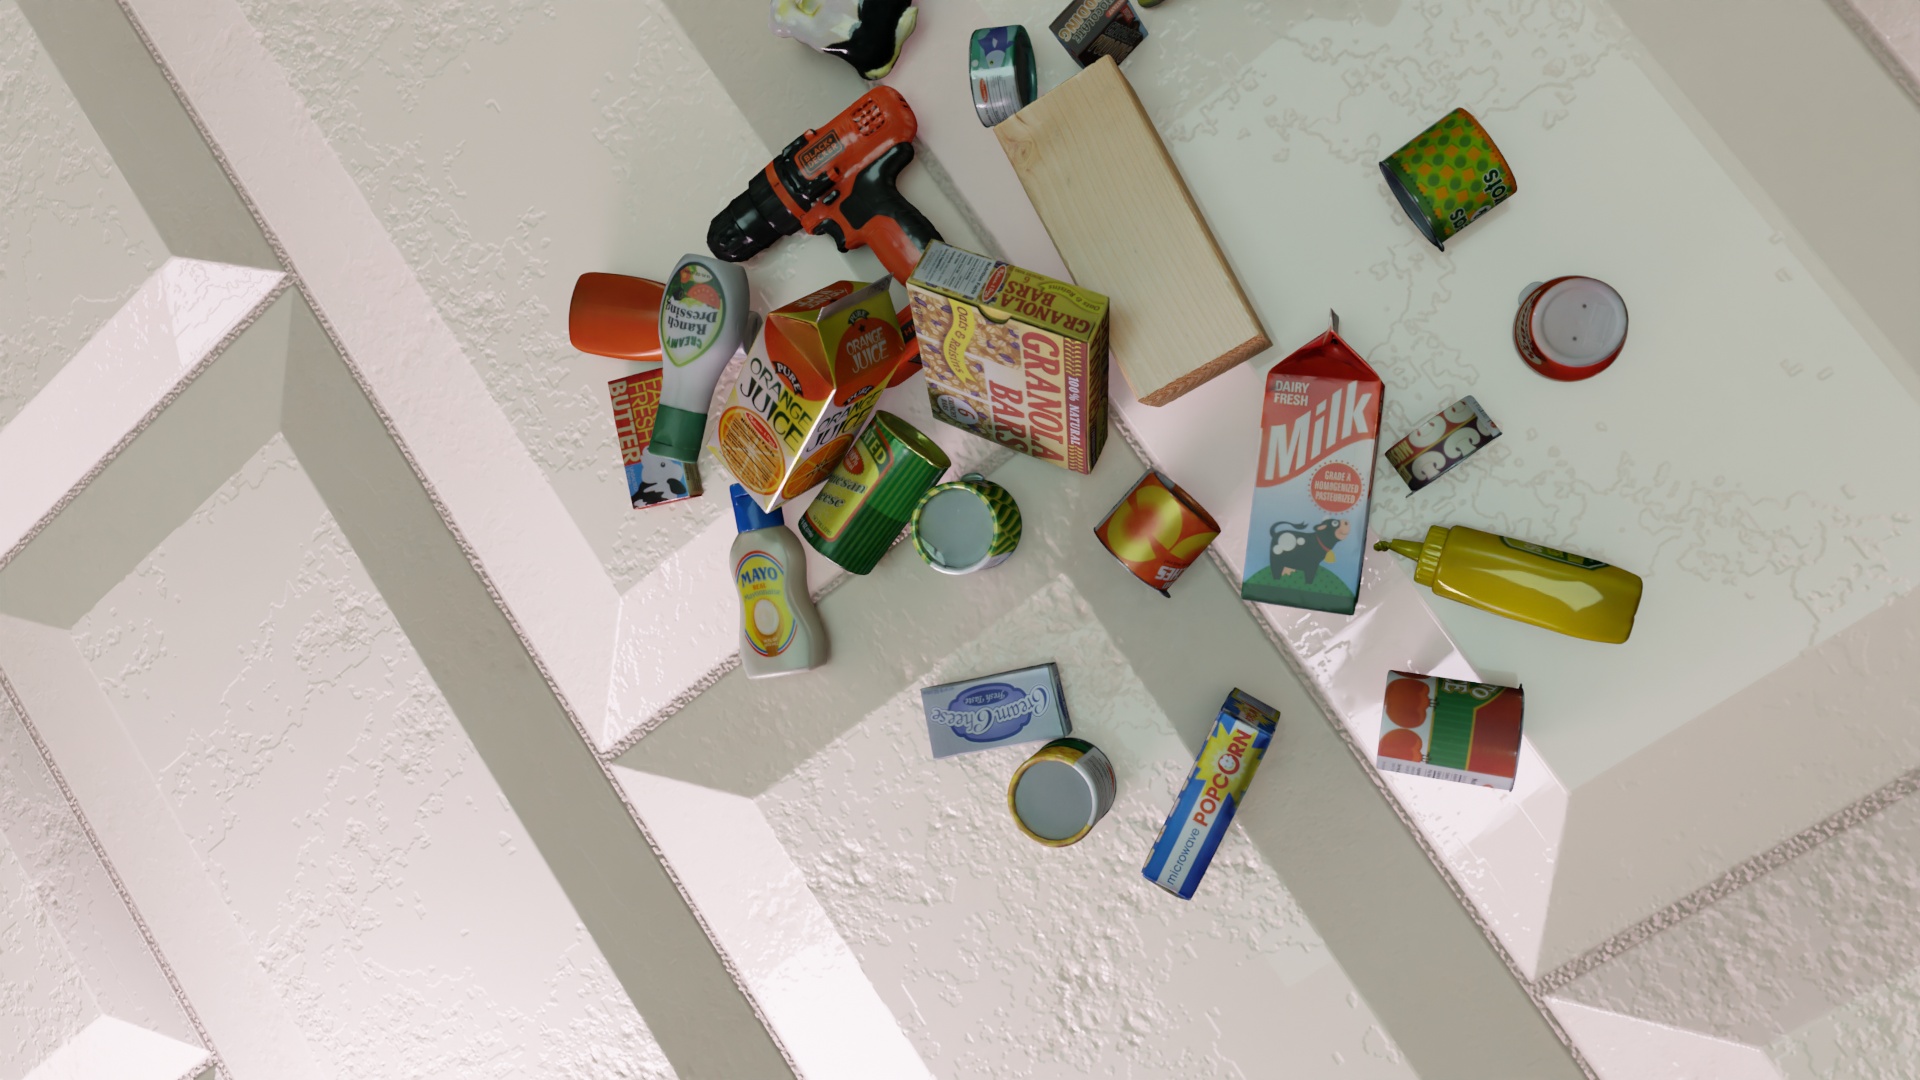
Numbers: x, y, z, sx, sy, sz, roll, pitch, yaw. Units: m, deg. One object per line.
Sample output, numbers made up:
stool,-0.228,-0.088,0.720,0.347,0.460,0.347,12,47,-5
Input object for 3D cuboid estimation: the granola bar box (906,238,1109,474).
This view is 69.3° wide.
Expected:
granola bar box,0.035,-0.116,0.919,0.124,0.165,0.039,21,67,15

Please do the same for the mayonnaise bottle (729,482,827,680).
mayonnaise bottle,-0.143,0.028,1.045,0.064,0.041,0.148,-11,90,20

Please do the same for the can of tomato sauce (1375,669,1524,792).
can of tomato sauce,0.313,0.119,0.891,0.083,0.071,0.071,7,95,18

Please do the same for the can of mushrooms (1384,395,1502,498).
can of mushrooms,0.305,-0.060,0.884,0.071,0.071,0.033,-37,81,16

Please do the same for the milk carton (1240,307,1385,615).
milk carton,0.233,-0.053,0.905,0.073,0.072,0.190,7,95,18

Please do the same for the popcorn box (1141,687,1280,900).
popcorn box,0.168,0.168,0.929,0.038,0.085,0.126,27,100,14

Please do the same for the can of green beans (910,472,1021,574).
can of green beans,0.004,-0.010,0.987,0.071,0.058,0.071,1,93,18

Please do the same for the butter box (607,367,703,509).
butter box,-0.237,-0.079,1.079,0.053,0.024,0.103,-12,89,17

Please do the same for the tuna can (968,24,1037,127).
tuna can,0.031,-0.323,0.962,0.033,0.071,0.071,-1,92,17

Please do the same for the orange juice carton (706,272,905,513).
orange juice carton,-0.103,-0.110,0.963,0.073,0.072,0.191,47,138,10

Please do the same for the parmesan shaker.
parmesan shaker,-0.062,-0.032,1.001,0.071,0.071,0.103,40,103,12

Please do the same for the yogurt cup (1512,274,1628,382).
yogurt cup,0.382,-0.133,0.863,0.072,0.054,0.072,1,94,17

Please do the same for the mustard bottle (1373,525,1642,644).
mustard bottle,0.342,0.022,0.879,0.160,0.065,0.048,17,102,20

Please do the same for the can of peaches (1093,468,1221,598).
can of peaches,0.135,-0.006,0.941,0.071,0.071,0.058,43,104,11

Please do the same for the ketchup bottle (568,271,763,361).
ketchup bottle,-0.225,-0.166,1.061,0.149,0.043,0.064,10,95,17

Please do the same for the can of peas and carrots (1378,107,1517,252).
can of peas and carrots,0.308,-0.227,0.875,0.058,0.071,0.071,-35,82,16

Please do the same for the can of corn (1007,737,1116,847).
can of corn,0.069,0.177,0.975,0.071,0.058,0.071,1,93,18

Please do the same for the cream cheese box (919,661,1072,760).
cream cheese box,0.025,0.123,1.005,0.104,0.024,0.053,-13,89,18

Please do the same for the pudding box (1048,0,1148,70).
pudding box,0.094,-0.342,0.931,0.049,0.084,0.030,-44,83,15

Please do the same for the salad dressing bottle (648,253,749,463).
salad dressing bottle,-0.193,-0.131,1.007,0.064,0.044,0.147,15,96,19
